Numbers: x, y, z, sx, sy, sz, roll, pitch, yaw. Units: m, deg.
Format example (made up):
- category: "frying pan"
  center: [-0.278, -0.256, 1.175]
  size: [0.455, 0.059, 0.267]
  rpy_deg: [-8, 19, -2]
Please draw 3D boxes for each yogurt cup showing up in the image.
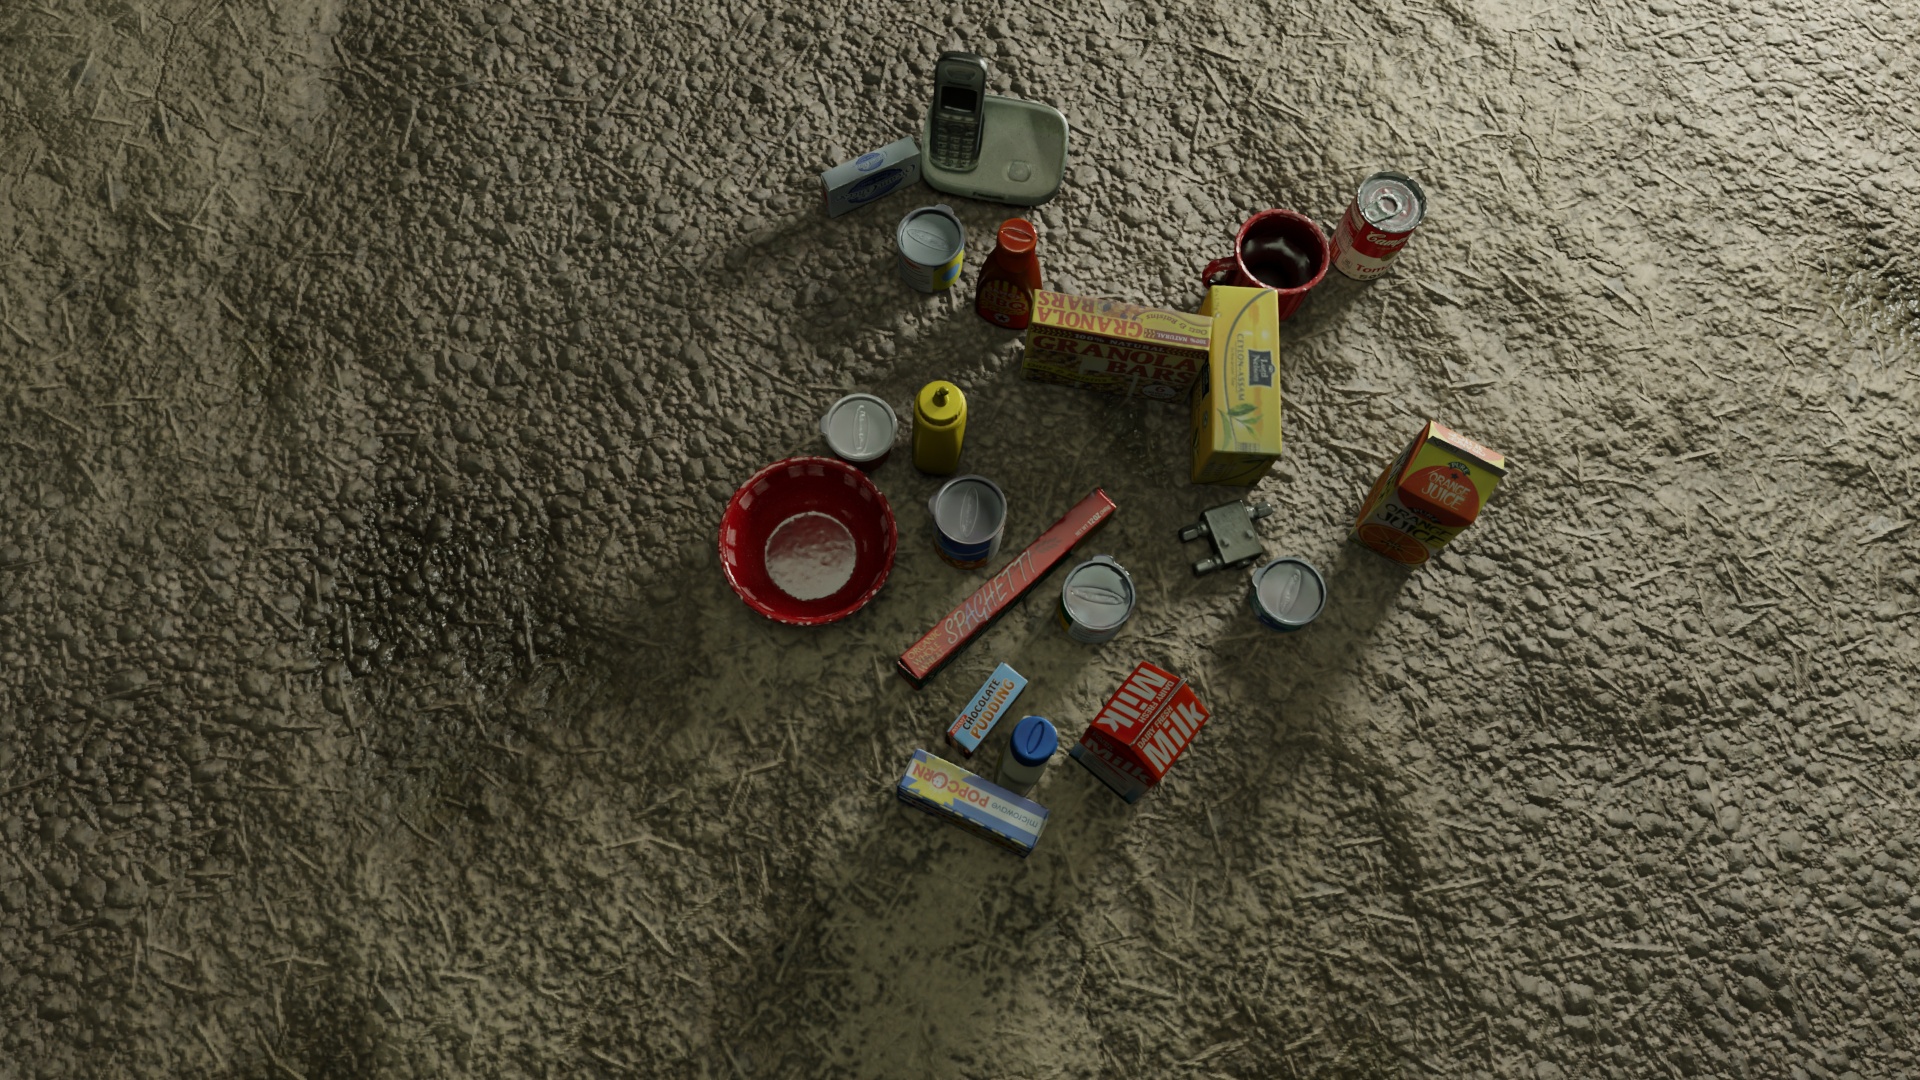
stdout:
- category: "yogurt cup"
  center: [-0.094, -0.098, 1.313]
  size: [0.072, 0.053, 0.072]
  rpy_deg: [1, 72, -2]

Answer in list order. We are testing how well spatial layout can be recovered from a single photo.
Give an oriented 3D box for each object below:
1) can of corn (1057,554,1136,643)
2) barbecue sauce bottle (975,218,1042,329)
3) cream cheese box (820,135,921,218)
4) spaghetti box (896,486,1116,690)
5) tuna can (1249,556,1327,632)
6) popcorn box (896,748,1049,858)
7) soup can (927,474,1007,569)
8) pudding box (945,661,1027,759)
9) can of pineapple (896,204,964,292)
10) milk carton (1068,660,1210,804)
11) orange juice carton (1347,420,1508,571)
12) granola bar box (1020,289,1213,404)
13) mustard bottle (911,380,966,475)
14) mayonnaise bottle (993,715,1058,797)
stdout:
- category: "can of corn"
  center: [0.124, 0.054, 1.270]
  size: [0.071, 0.058, 0.071]
  rpy_deg: [1, 72, -2]
- category: "barbecue sauce bottle"
  center: [0.049, -0.253, 1.321]
  size: [0.065, 0.148, 0.044]
  rpy_deg: [18, 72, 4]
- category: "cream cheese box"
  center: [-0.090, -0.367, 1.403]
  size: [0.104, 0.053, 0.024]
  rpy_deg: [-26, 75, -10]
- category: "spaghetti box"
  center: [0.043, 0.044, 1.274]
  size: [0.251, 0.050, 0.029]
  rpy_deg: [-40, 78, -14]
- category: "tuna can"
  center: [0.302, 0.050, 1.293]
  size: [0.071, 0.032, 0.071]
  rpy_deg: [1, 72, -2]
- category: "popcorn box"
  center: [0.010, 0.227, 1.194]
  size: [0.127, 0.085, 0.038]
  rpy_deg: [24, 73, 5]
- category: "soup can"
  center: [0.005, -0.016, 1.275]
  size: [0.071, 0.083, 0.071]
  rpy_deg: [1, 72, -2]
- category: "pudding box"
  center: [0.023, 0.152, 1.238]
  size: [0.030, 0.049, 0.084]
  rpy_deg: [37, 74, 9]
- category: "can of pineapple"
  center: [-0.029, -0.288, 1.377]
  size: [0.071, 0.057, 0.071]
  rpy_deg: [1, 72, -2]
- category: "milk carton"
  center: [0.151, 0.161, 1.167]
  size: [0.073, 0.190, 0.072]
  rpy_deg: [39, 75, 10]
- category: "orange juice carton"
  center: [0.421, -0.044, 1.245]
  size: [0.072, 0.192, 0.073]
  rpy_deg: [28, 73, 7]
- category: "granola bar box"
  center: [0.144, -0.181, 1.314]
  size: [0.166, 0.124, 0.039]
  rpy_deg: [9, 72, 1]
- category: "mustard bottle"
  center: [-0.019, -0.110, 1.265]
  size: [0.049, 0.159, 0.065]
  rpy_deg: [7, 72, 0]
- category: "mayonnaise bottle"
  center: [0.057, 0.179, 1.179]
  size: [0.041, 0.147, 0.065]
  rpy_deg: [23, 73, 5]
